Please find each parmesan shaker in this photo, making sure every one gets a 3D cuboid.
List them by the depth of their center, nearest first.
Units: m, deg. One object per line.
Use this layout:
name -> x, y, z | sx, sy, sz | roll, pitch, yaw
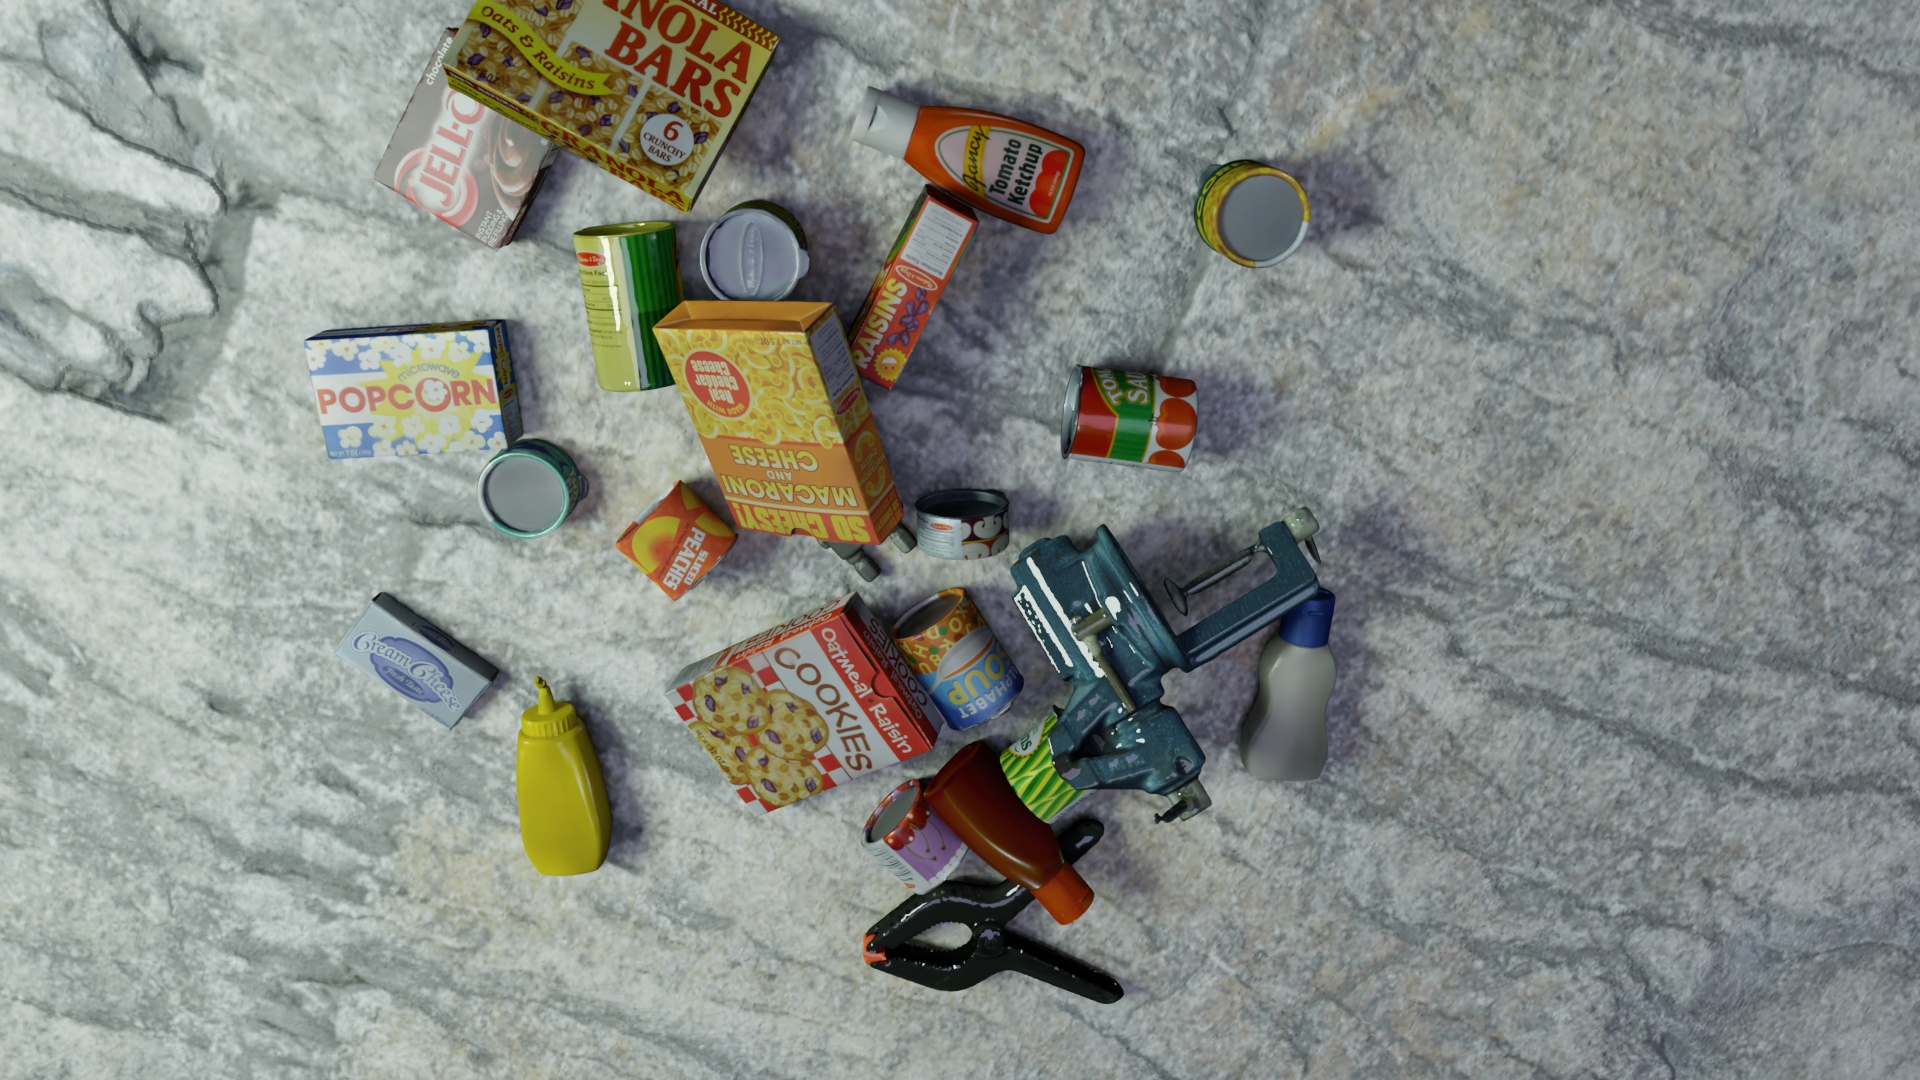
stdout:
parmesan shaker -> -0.218, -0.157, 0.927 | 0.071, 0.071, 0.102 | -5, 110, 0

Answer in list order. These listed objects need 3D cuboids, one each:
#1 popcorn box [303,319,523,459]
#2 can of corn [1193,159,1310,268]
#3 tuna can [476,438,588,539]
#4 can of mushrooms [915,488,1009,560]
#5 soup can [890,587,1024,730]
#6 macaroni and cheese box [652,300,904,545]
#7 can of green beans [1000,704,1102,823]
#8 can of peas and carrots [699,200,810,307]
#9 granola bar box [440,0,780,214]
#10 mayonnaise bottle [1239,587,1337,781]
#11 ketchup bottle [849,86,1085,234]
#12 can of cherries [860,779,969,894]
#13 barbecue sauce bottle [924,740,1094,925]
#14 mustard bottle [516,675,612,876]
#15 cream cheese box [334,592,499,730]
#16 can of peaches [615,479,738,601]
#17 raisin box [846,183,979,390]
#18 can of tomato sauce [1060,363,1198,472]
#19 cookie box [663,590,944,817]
popcorn box -> -0.374, -0.104, 0.952 | 0.127, 0.038, 0.085 | -4, 109, -1
can of corn -> 0.191, -0.218, 0.921 | 0.071, 0.058, 0.071 | -1, 109, -2
tuna can -> -0.302, -0.036, 0.981 | 0.071, 0.033, 0.070 | 0, 109, -1
can of mushrooms -> 0.004, -0.012, 0.983 | 0.071, 0.071, 0.033 | -2, 109, -1
soup can -> -0.001, 0.086, 1.012 | 0.071, 0.071, 0.083 | -30, 107, 8
macaroni and cheese box -> -0.118, -0.076, 0.918 | 0.124, 0.040, 0.165 | 6, 131, 30
can of green beans -> 0.072, 0.170, 1.045 | 0.057, 0.071, 0.071 | -39, 106, 11
can of peas and carrots -> -0.133, -0.190, 0.920 | 0.071, 0.059, 0.070 | -1, 109, -2
granola bar box -> -0.215, -0.299, 0.866 | 0.165, 0.039, 0.124 | 27, 80, -11
mayonnaise bottle -> 0.252, 0.107, 1.044 | 0.065, 0.041, 0.147 | 4, 108, -5
ketchup bottle -> 0.003, -0.254, 0.911 | 0.149, 0.043, 0.064 | 19, 103, -7
can of cherries -> -0.032, 0.224, 1.063 | 0.071, 0.072, 0.058 | -43, 104, 12
barbecue sauce bottle -> 0.041, 0.225, 1.050 | 0.148, 0.065, 0.043 | 49, 140, -6
mustard bottle -> -0.302, 0.173, 1.043 | 0.065, 0.049, 0.159 | -3, 108, -1
cream cheese box -> -0.401, 0.090, 1.024 | 0.104, 0.024, 0.053 | 38, 103, -13
can of peaches -> -0.200, 0.000, 0.976 | 0.071, 0.071, 0.058 | -41, 104, 12
raisin box -> -0.035, -0.168, 0.916 | 0.040, 0.086, 0.123 | 25, 106, -12
can of tomato sauce -> 0.116, -0.086, 0.959 | 0.083, 0.071, 0.071 | 7, 109, -5
cookie box -> -0.114, 0.122, 1.012 | 0.167, 0.040, 0.122 | -24, 109, 25
